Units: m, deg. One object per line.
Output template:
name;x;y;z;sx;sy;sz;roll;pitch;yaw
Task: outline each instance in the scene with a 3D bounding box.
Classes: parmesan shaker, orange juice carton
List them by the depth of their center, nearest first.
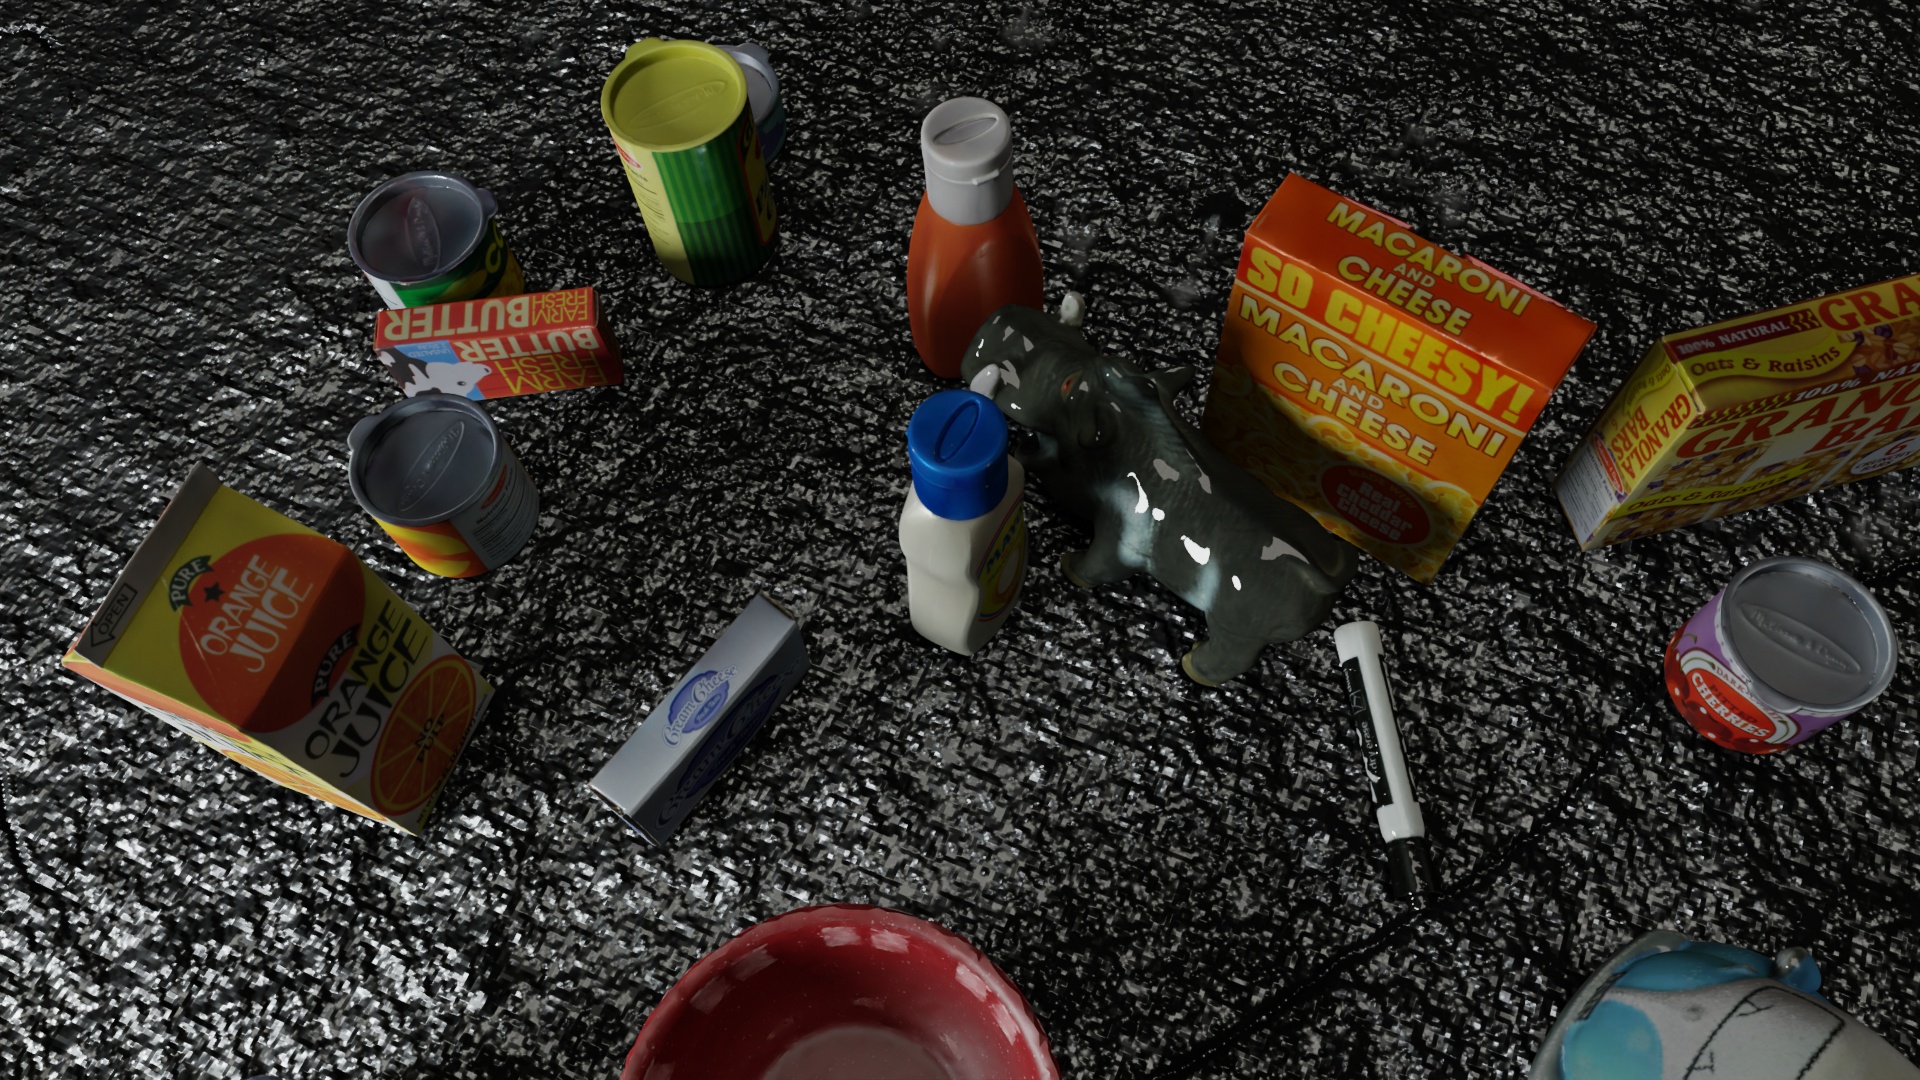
orange juice carton;-0.252;0.044;0.518;0.073;0.192;0.072;17;67;10
parmesan shaker;-0.128;-0.181;0.672;0.071;0.102;0.071;-1;64;2

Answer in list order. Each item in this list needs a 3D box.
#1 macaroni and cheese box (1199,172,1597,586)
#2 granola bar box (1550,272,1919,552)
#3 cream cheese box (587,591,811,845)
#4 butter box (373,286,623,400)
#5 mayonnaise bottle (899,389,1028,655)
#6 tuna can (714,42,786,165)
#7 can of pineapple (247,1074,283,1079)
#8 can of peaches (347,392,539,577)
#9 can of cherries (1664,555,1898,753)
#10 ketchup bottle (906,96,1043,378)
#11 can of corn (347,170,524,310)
macaroni and cheese box;0.165;-0.060;0.566;0.124;0.165;0.040;32;70;16
granola bar box;0.350;-0.056;0.580;0.166;0.123;0.039;-14;65;-4
cream cheese box;-0.104;0.075;0.574;0.024;0.053;0.104;34;70;17
butter box;-0.217;-0.091;0.659;0.103;0.053;0.024;-7;64;-1
mayonnaise bottle;0.002;-0.007;0.557;0.041;0.147;0.065;25;68;14
tuna can;-0.125;-0.227;0.733;0.071;0.032;0.071;-1;64;2
can of pineapple;-0.247;0.234;0.500;0.071;0.057;0.071;-1;64;2
can of peaches;-0.232;-0.025;0.625;0.071;0.057;0.071;-1;64;2
can of cherries;0.330;0.049;0.566;0.071;0.058;0.072;-1;64;2
ketchup bottle;0.006;-0.131;0.617;0.065;0.148;0.043;-25;66;-9
can of corn;-0.252;-0.137;0.680;0.071;0.058;0.071;-1;64;2
